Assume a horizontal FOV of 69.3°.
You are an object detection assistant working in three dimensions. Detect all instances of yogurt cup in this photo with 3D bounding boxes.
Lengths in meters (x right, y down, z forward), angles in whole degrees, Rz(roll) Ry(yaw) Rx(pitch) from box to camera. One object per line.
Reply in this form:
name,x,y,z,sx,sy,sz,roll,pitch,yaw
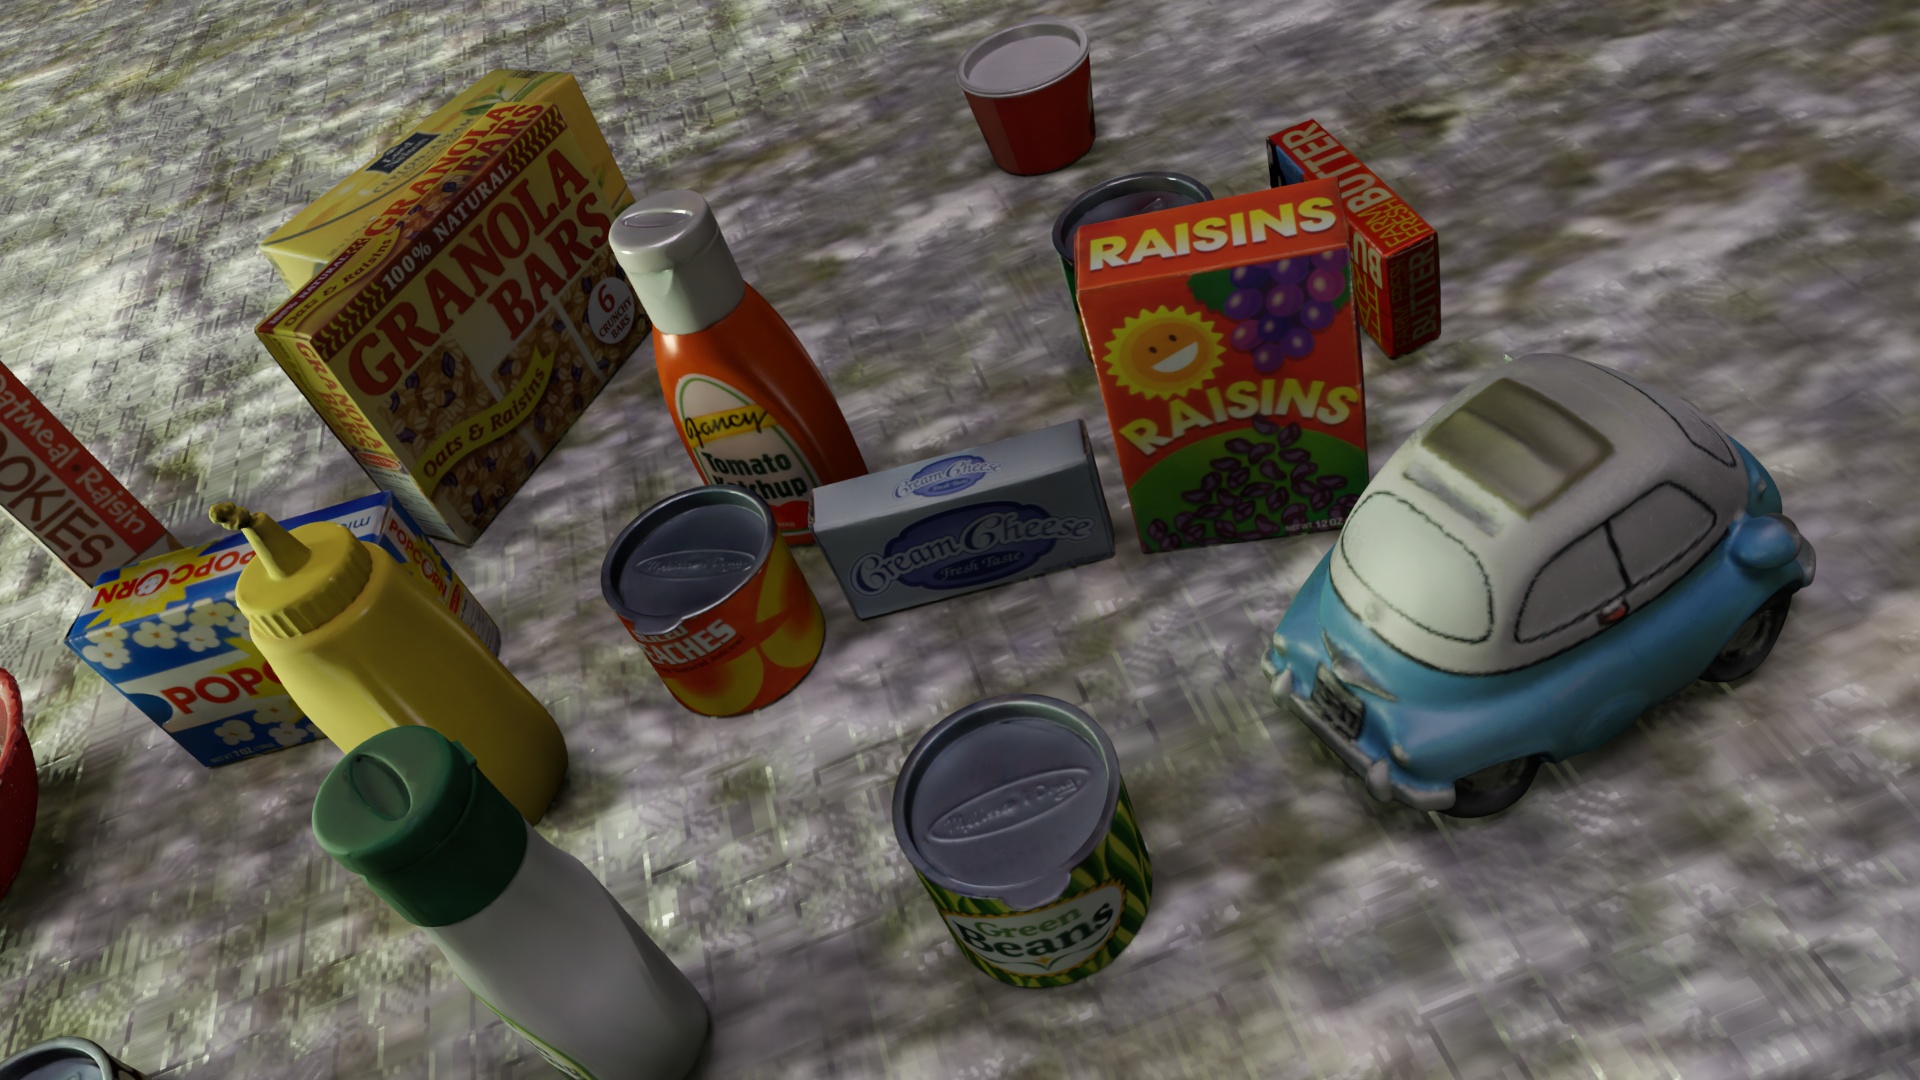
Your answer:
yogurt cup,0.037,-0.223,0.705,0.072,0.053,0.073,-11,45,11

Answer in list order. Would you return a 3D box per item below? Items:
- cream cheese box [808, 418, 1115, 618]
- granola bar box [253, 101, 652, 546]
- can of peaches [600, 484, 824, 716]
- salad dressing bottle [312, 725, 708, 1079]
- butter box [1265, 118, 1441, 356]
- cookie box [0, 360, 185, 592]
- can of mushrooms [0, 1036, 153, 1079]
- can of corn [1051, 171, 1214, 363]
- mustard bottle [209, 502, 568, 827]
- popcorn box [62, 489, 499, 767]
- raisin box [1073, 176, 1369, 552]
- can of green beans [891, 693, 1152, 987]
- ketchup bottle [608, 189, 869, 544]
cream cheese box,0.002,-0.006,0.509,0.104,0.053,0.024,-14,45,7
granola bar box,-0.217,-0.100,0.630,0.039,0.123,0.166,10,52,28
can of peaches,-0.090,0.024,0.511,0.071,0.057,0.071,-11,45,11
salad dressing bottle,-0.118,0.106,0.378,0.044,0.147,0.064,-43,48,-21
butter box,0.159,-0.124,0.565,0.024,0.053,0.104,-22,44,-1
cookie box,-0.393,-0.027,0.595,0.123,0.166,0.040,23,59,36
can of mushrooms,-0.290,0.195,0.438,0.071,0.033,0.071,-11,45,11
can of corn,0.079,-0.110,0.577,0.071,0.058,0.071,-11,45,11
mustard bottle,-0.190,0.040,0.459,0.065,0.159,0.049,5,50,25
popcorn box,-0.259,0.037,0.542,0.127,0.084,0.038,-15,44,6
raisin box,0.092,-0.055,0.473,0.086,0.122,0.040,-8,46,14
can of green beans,0.020,0.088,0.408,0.071,0.057,0.071,-11,45,11
ketchup bottle,-0.085,-0.062,0.527,0.065,0.148,0.044,0,48,21
